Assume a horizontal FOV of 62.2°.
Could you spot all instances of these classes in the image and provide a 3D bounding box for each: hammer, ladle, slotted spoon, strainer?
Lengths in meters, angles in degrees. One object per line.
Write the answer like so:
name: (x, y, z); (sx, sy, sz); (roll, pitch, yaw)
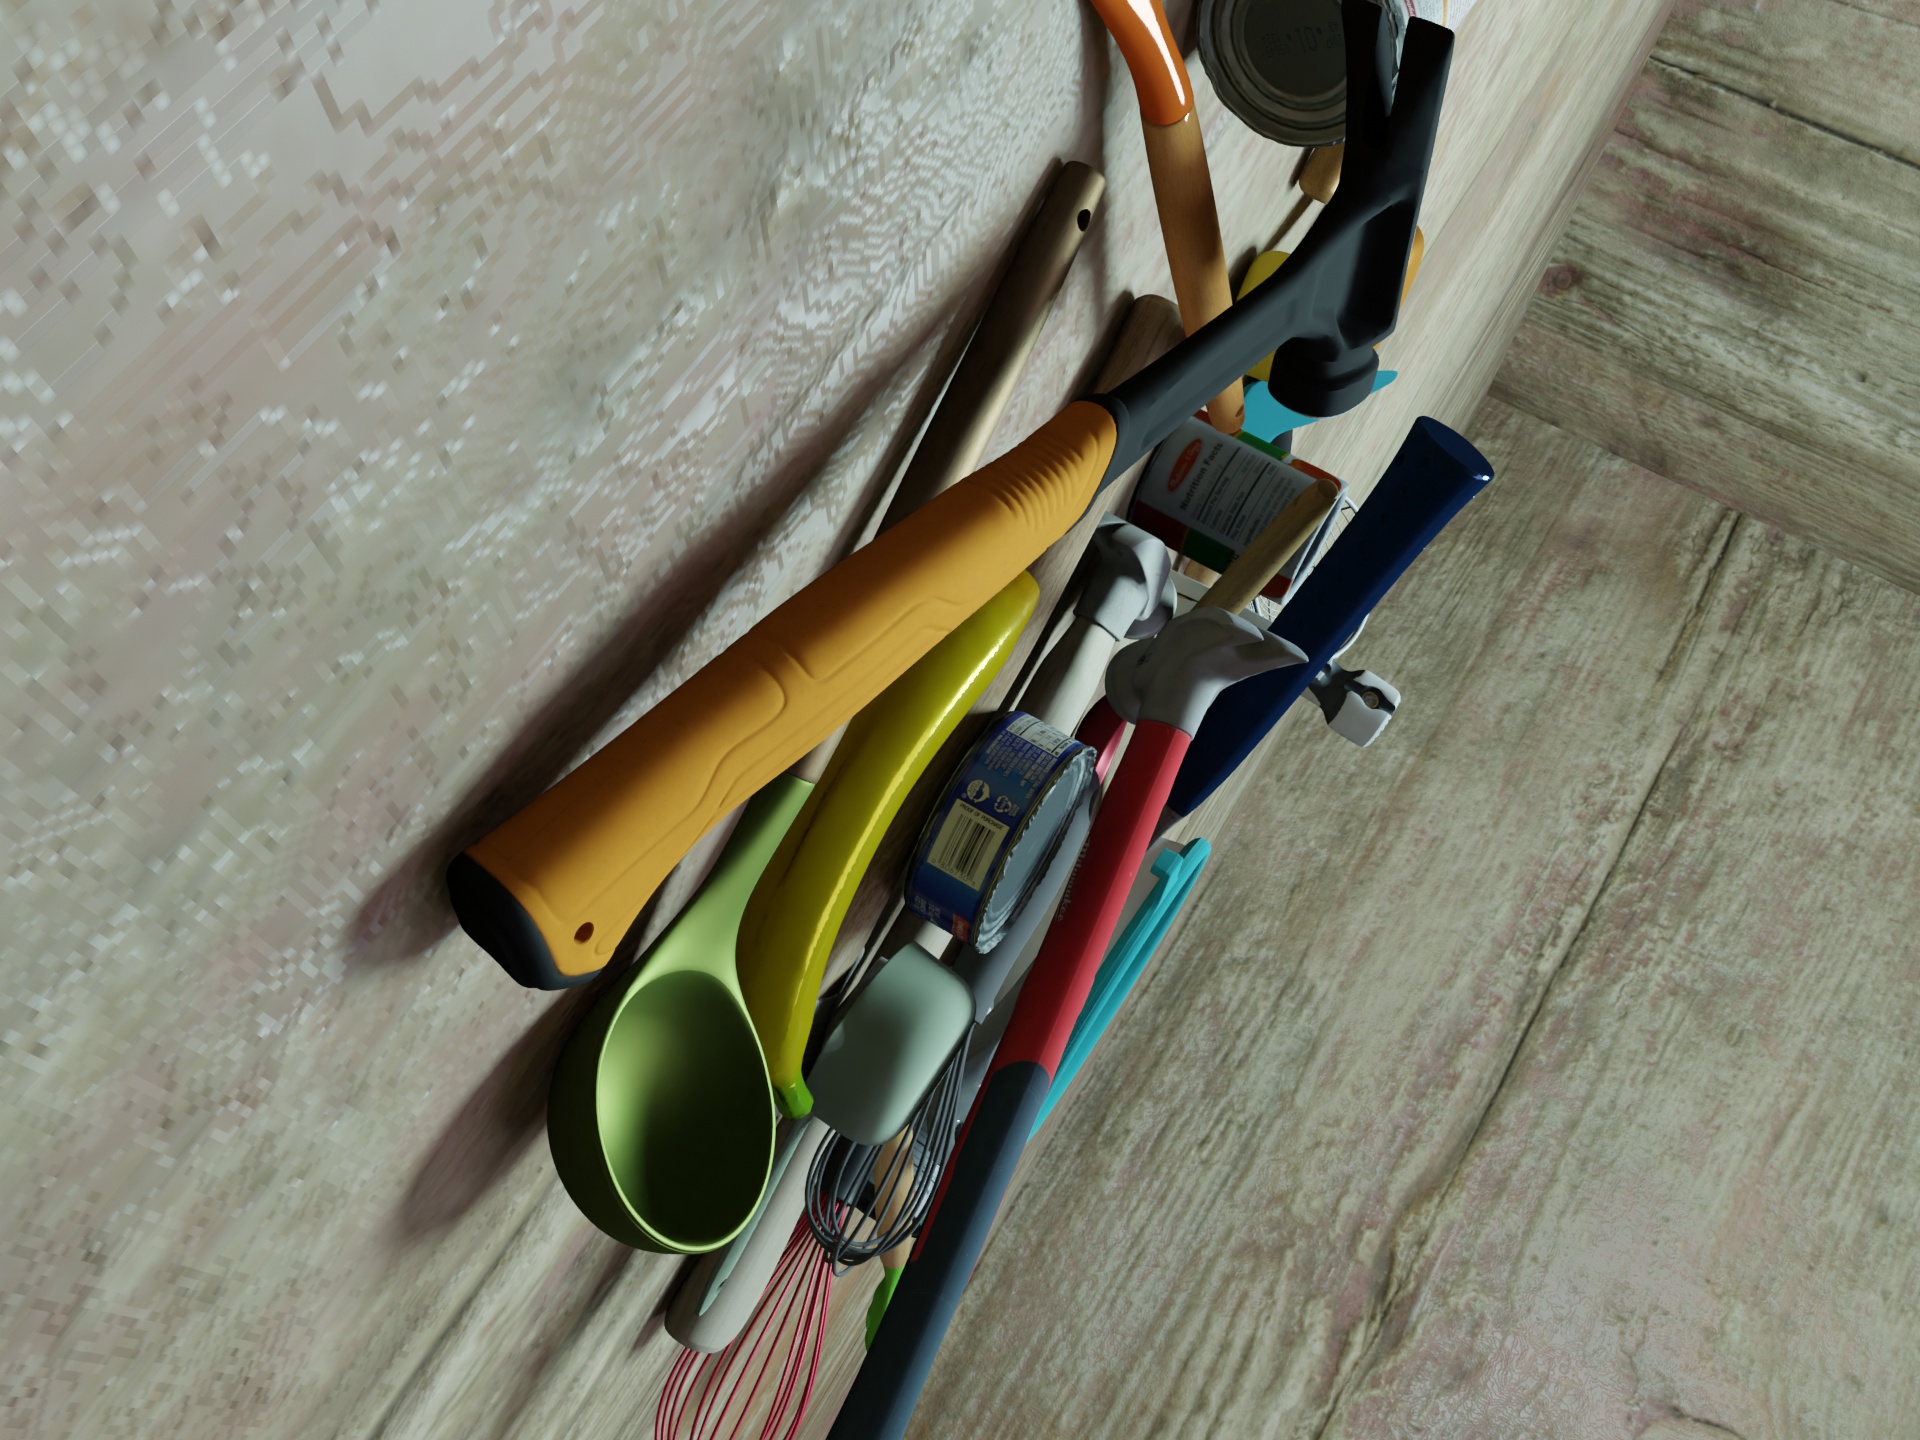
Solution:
hammer: (0.024, 0.139, 0.596); (0.386, 0.038, 0.143); (-66, -171, -8)
ladle: (0.108, -0.034, 0.775); (0.069, 0.031, 0.315); (-63, -177, -26)
slotted spoon: (-0.034, 0.261, 0.815); (0.313, 0.031, 0.070); (92, 17, -49)
strainer: (0.070, 0.141, 1.012); (0.211, 0.095, 0.340); (-59, 169, 5)
hammer: (0.139, 0.020, 1.011); (0.036, 0.149, 0.408); (-56, 175, -19)
hammer: (-0.001, -0.002, 0.584); (0.331, 0.031, 0.130); (-61, 166, 2)
ladle: (-0.026, -0.005, 0.438); (0.078, 0.062, 0.320); (25, 92, -57)
hammer: (0.014, -0.058, 0.397); (0.337, 0.034, 0.127); (-41, 151, -28)
hammer: (-0.022, 0.096, 0.703); (0.410, 0.038, 0.146); (-60, 165, 0)
hammer: (0.090, 0.045, 0.699); (0.405, 0.035, 0.144); (-56, -164, 29)

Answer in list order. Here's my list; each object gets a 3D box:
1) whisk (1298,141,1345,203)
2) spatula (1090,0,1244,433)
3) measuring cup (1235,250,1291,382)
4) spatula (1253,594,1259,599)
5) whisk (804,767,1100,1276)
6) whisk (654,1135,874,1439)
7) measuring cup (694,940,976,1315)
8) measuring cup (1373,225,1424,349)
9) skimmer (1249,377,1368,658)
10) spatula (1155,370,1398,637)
whisk: (0.217, -0.338, 0.683); (0.245, 0.047, 0.051); (-60, 156, 16)
spatula: (0.069, -0.157, 0.455); (0.081, 0.041, 0.322); (-56, 158, -7)
measuring cup: (0.154, -0.222, 0.741); (0.062, 0.029, 0.157); (97, 14, -58)
spatula: (0.179, -0.081, 0.993); (0.060, 0.018, 0.316); (-59, 179, -6)
whisk: (0.001, 0.123, 0.677); (0.239, 0.055, 0.055); (-62, 167, -11)
whisk: (-0.074, 0.265, 0.823); (0.073, 0.073, 0.296); (85, 30, -67)
measuring cup: (-0.047, 0.165, 0.608); (0.167, 0.038, 0.083); (-60, 168, 2)
measuring cup: (0.221, -0.235, 0.874); (0.095, 0.052, 0.173); (-65, 164, 18)
skimmer: (0.225, -0.134, 1.002); (0.363, 0.090, 0.127); (52, 59, -73)
spatula: (0.149, -0.095, 0.913); (0.082, 0.044, 0.317); (-7, 147, -17)
